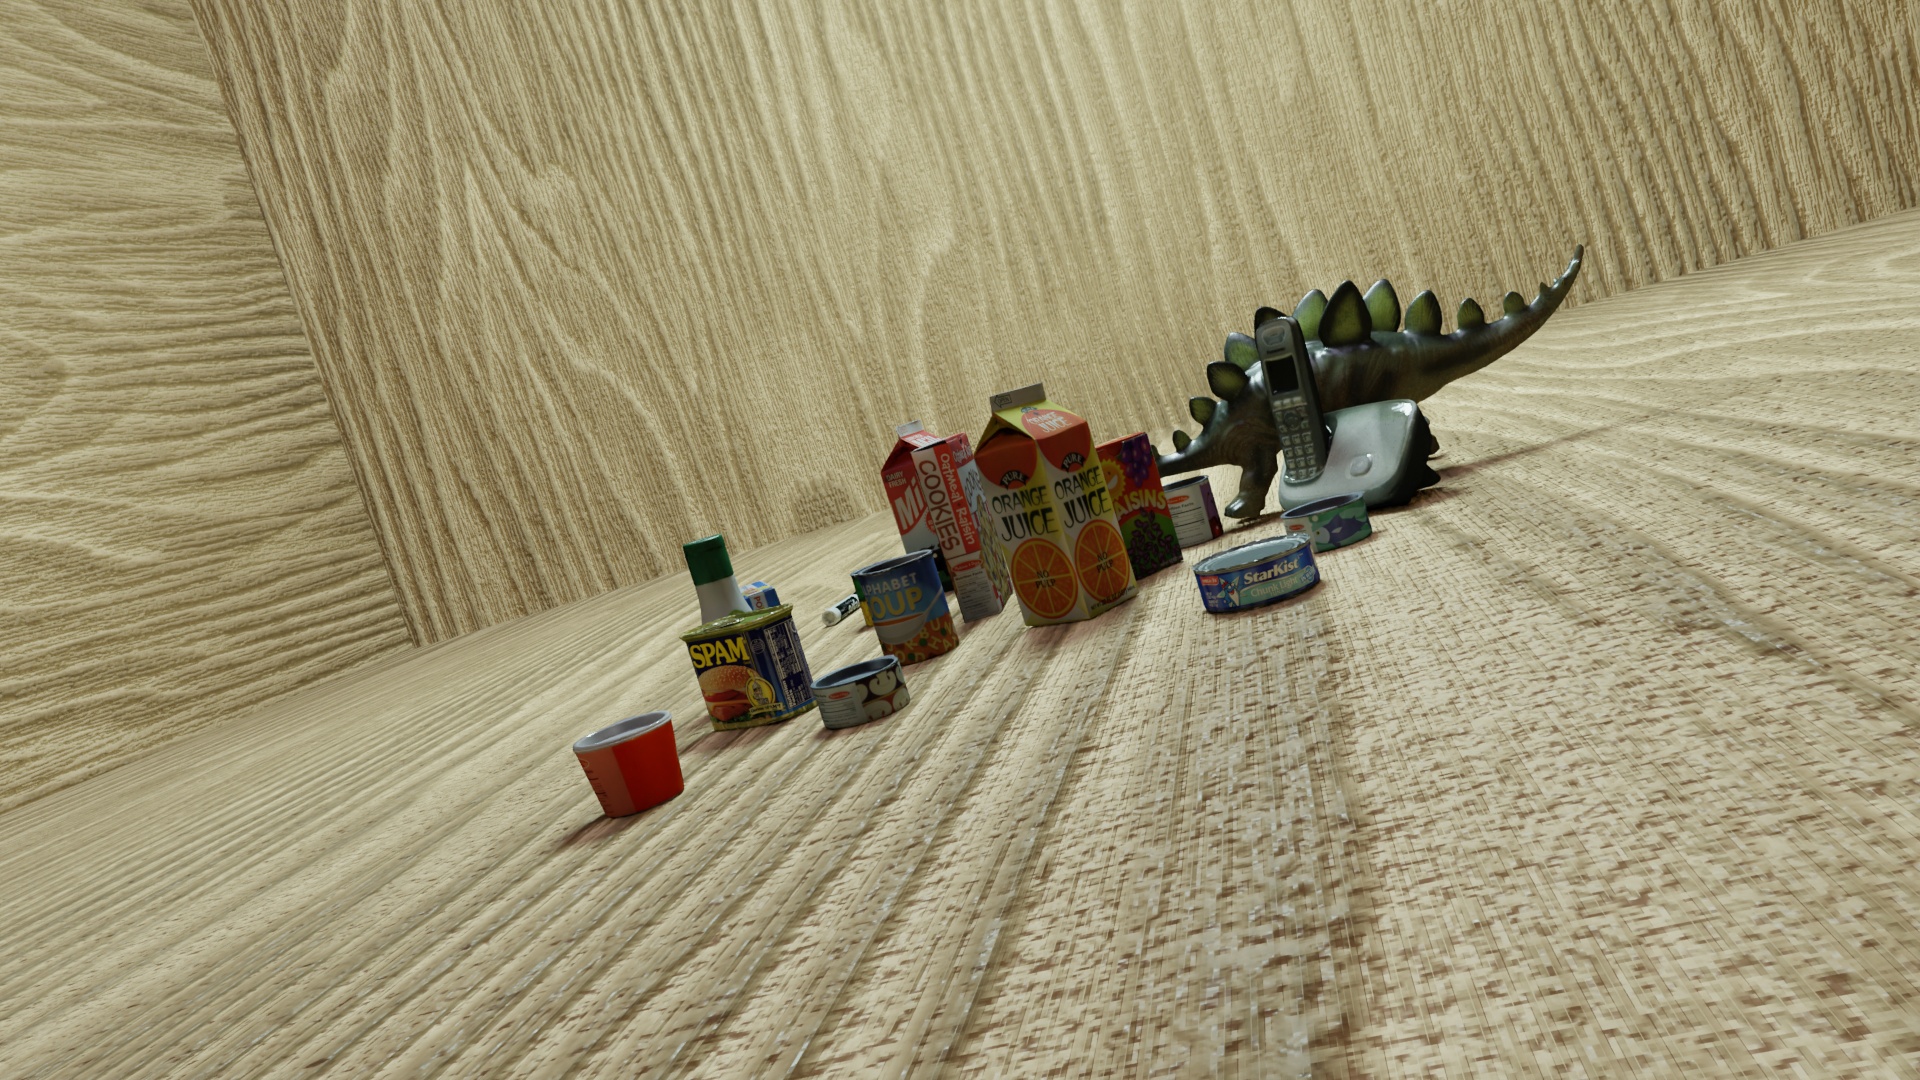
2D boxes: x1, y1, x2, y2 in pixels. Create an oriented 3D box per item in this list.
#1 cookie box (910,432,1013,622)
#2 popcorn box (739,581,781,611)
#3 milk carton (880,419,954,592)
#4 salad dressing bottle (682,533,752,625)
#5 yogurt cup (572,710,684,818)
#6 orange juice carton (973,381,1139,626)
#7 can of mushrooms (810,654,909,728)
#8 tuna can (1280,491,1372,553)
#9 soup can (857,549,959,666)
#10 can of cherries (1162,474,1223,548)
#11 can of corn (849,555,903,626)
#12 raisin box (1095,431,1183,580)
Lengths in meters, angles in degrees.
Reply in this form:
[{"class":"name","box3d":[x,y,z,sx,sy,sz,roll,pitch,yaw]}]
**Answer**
[{"class":"cookie box","box3d":[0.005,-0.017,1.326,0.040,0.167,0.123,-16,5,10]},{"class":"popcorn box","box3d":[-0.187,0.086,1.323,0.038,0.085,0.126,-18,5,-13]},{"class":"milk carton","box3d":[-0.030,-0.040,1.550,0.073,0.190,0.072,-15,5,23]},{"class":"salad dressing bottle","box3d":[-0.206,0.069,1.223,0.064,0.147,0.044,-21,6,-35]},{"class":"yogurt cup","box3d":[-0.220,0.151,0.935,0.072,0.054,0.072,-17,5,2]},{"class":"orange juice carton","box3d":[0.073,-0.033,1.139,0.073,0.192,0.072,-12,7,45]},{"class":"can of mushrooms","box3d":[-0.070,0.109,1.004,0.071,0.033,0.071,-17,5,2]},{"class":"tuna can","box3d":[0.295,-0.014,1.108,0.071,0.033,0.071,-17,5,2]},{"class":"soup can","box3d":[-0.045,0.058,1.172,0.071,0.083,0.071,-17,5,2]},{"class":"can of cherries","box3d":[0.216,-0.027,1.344,0.071,0.058,0.071,-17,5,2]},{"class":"can of corn","box3d":[-0.076,0.053,1.457,0.071,0.058,0.071,-17,5,2]},{"class":"raisin box","box3d":[0.141,-0.026,1.234,0.086,0.123,0.040,-20,6,-31]}]
